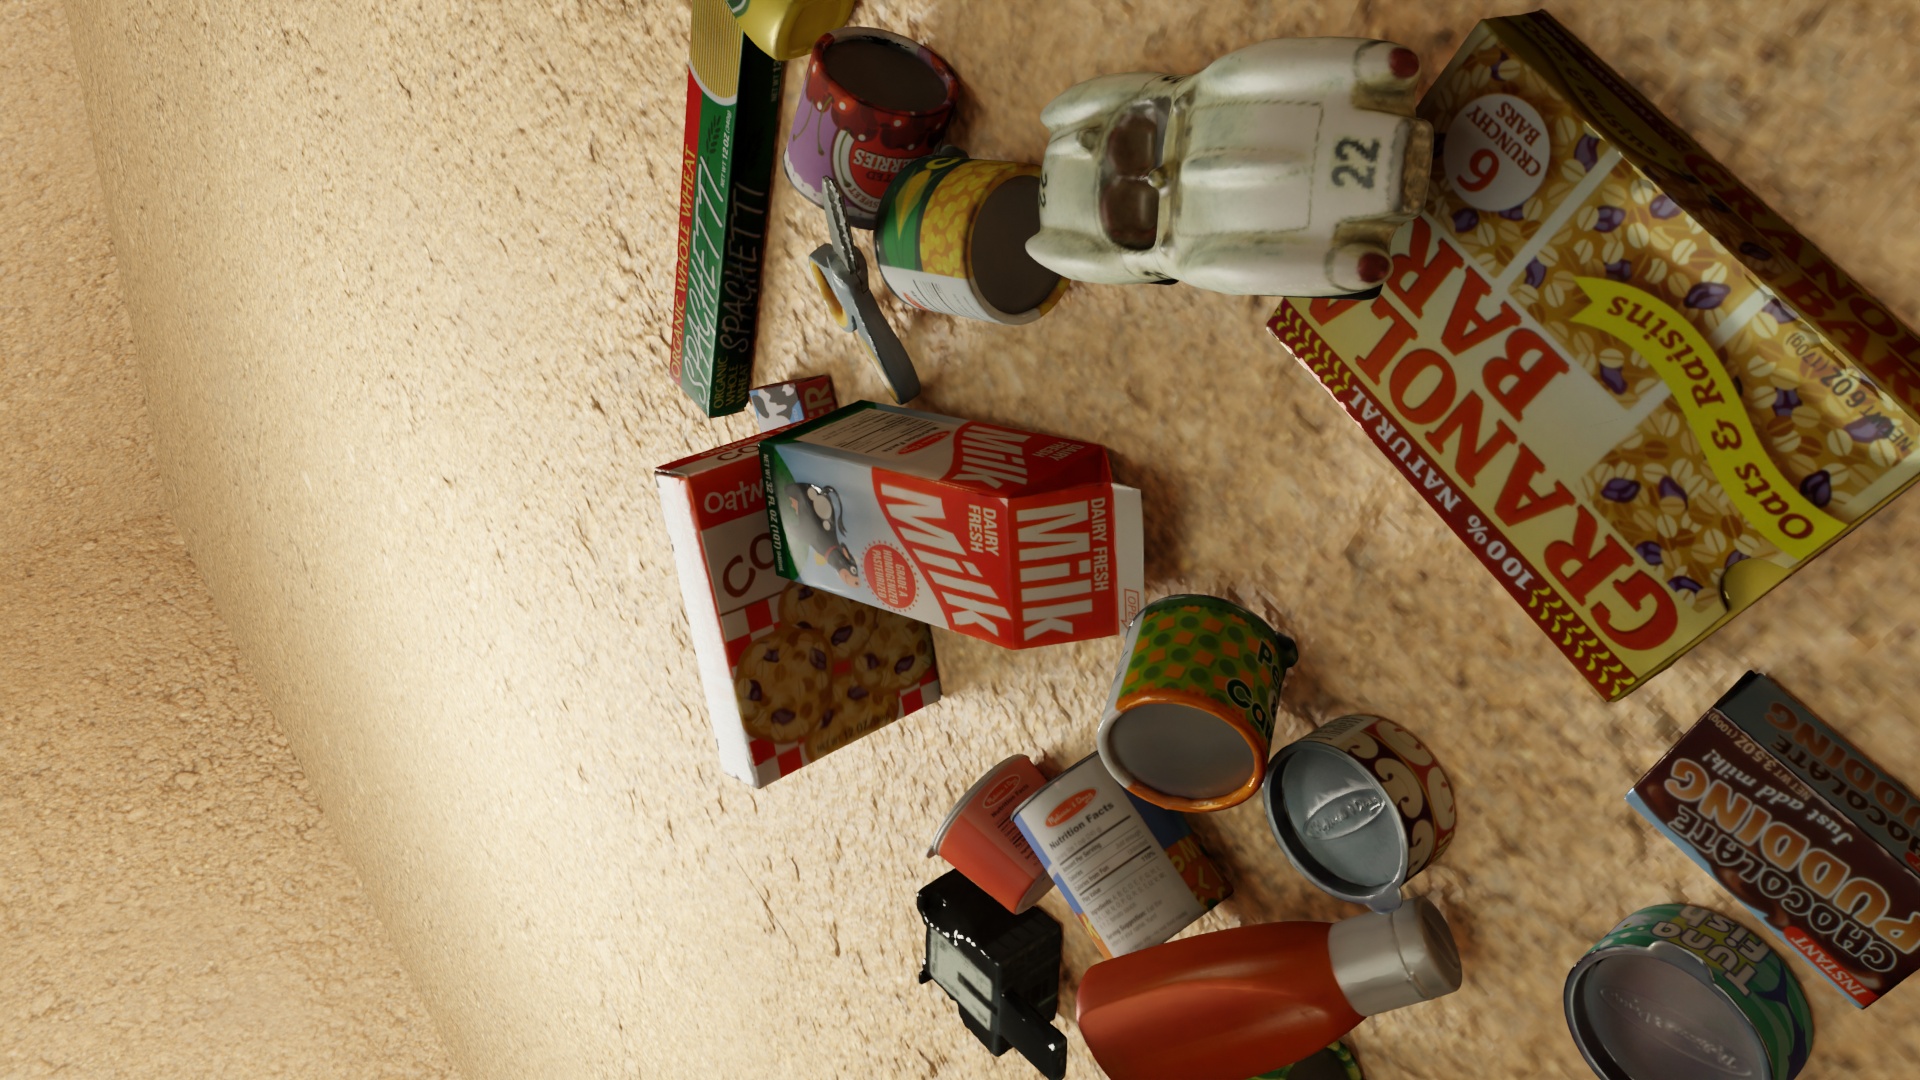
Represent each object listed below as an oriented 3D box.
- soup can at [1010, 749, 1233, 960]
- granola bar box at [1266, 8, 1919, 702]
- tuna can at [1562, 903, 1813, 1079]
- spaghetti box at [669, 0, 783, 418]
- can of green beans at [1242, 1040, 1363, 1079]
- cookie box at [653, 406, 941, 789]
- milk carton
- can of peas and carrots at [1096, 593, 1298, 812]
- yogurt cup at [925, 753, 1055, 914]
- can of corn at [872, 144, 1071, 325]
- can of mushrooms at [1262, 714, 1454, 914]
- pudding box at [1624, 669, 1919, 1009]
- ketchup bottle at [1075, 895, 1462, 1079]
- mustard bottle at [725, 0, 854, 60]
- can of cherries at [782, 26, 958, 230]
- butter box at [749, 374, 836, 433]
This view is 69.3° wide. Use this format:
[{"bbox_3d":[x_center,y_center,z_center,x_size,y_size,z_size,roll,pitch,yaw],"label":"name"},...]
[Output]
[{"bbox_3d":[0.074,0.142,0.632,0.084,0.071,0.071,55,143,17],"label":"soup can"},{"bbox_3d":[0.181,-0.052,0.408,0.166,0.039,0.123,54,143,21],"label":"granola bar box"},{"bbox_3d":[0.234,0.152,0.448,0.071,0.033,0.070,29,129,42],"label":"tuna can"},{"bbox_3d":[-0.131,-0.180,0.766,0.050,0.029,0.248,44,138,32],"label":"spaghetti box"},{"bbox_3d":[0.133,0.243,0.599,0.057,0.071,0.071,-11,98,50],"label":"can of green beans"},{"bbox_3d":[-0.081,0.026,0.724,0.040,0.123,0.167,10,115,50],"label":"cookie box"},{"bbox_3d":[0.002,-0.008,0.626,0.190,0.074,0.072,14,119,38],"label":"milk carton"},{"bbox_3d":[0.094,0.064,0.547,0.071,0.059,0.070,12,132,13],"label":"can of peas and carrots"},{"bbox_3d":[0.028,0.149,0.697,0.054,0.073,0.072,42,137,21],"label":"yogurt cup"},{"bbox_3d":[0.008,-0.128,0.578,0.058,0.071,0.071,20,123,46],"label":"can of corn"},{"bbox_3d":[0.153,0.104,0.532,0.071,0.033,0.070,27,127,43],"label":"can of mushrooms"},{"bbox_3d":[0.245,0.086,0.403,0.084,0.030,0.049,48,141,27],"label":"pudding box"},{"bbox_3d":[0.122,0.181,0.555,0.148,0.044,0.064,-27,110,28],"label":"ketchup bottle"},{"bbox_3d":[-0.108,-0.302,0.644,0.160,0.049,0.065,57,154,7],"label":"mustard bottle"},{"bbox_3d":[-0.039,-0.181,0.609,0.071,0.072,0.058,52,140,23],"label":"can of cherries"},{"bbox_3d":[-0.084,-0.040,0.781,0.053,0.024,0.103,-1,106,54],"label":"butter box"}]
